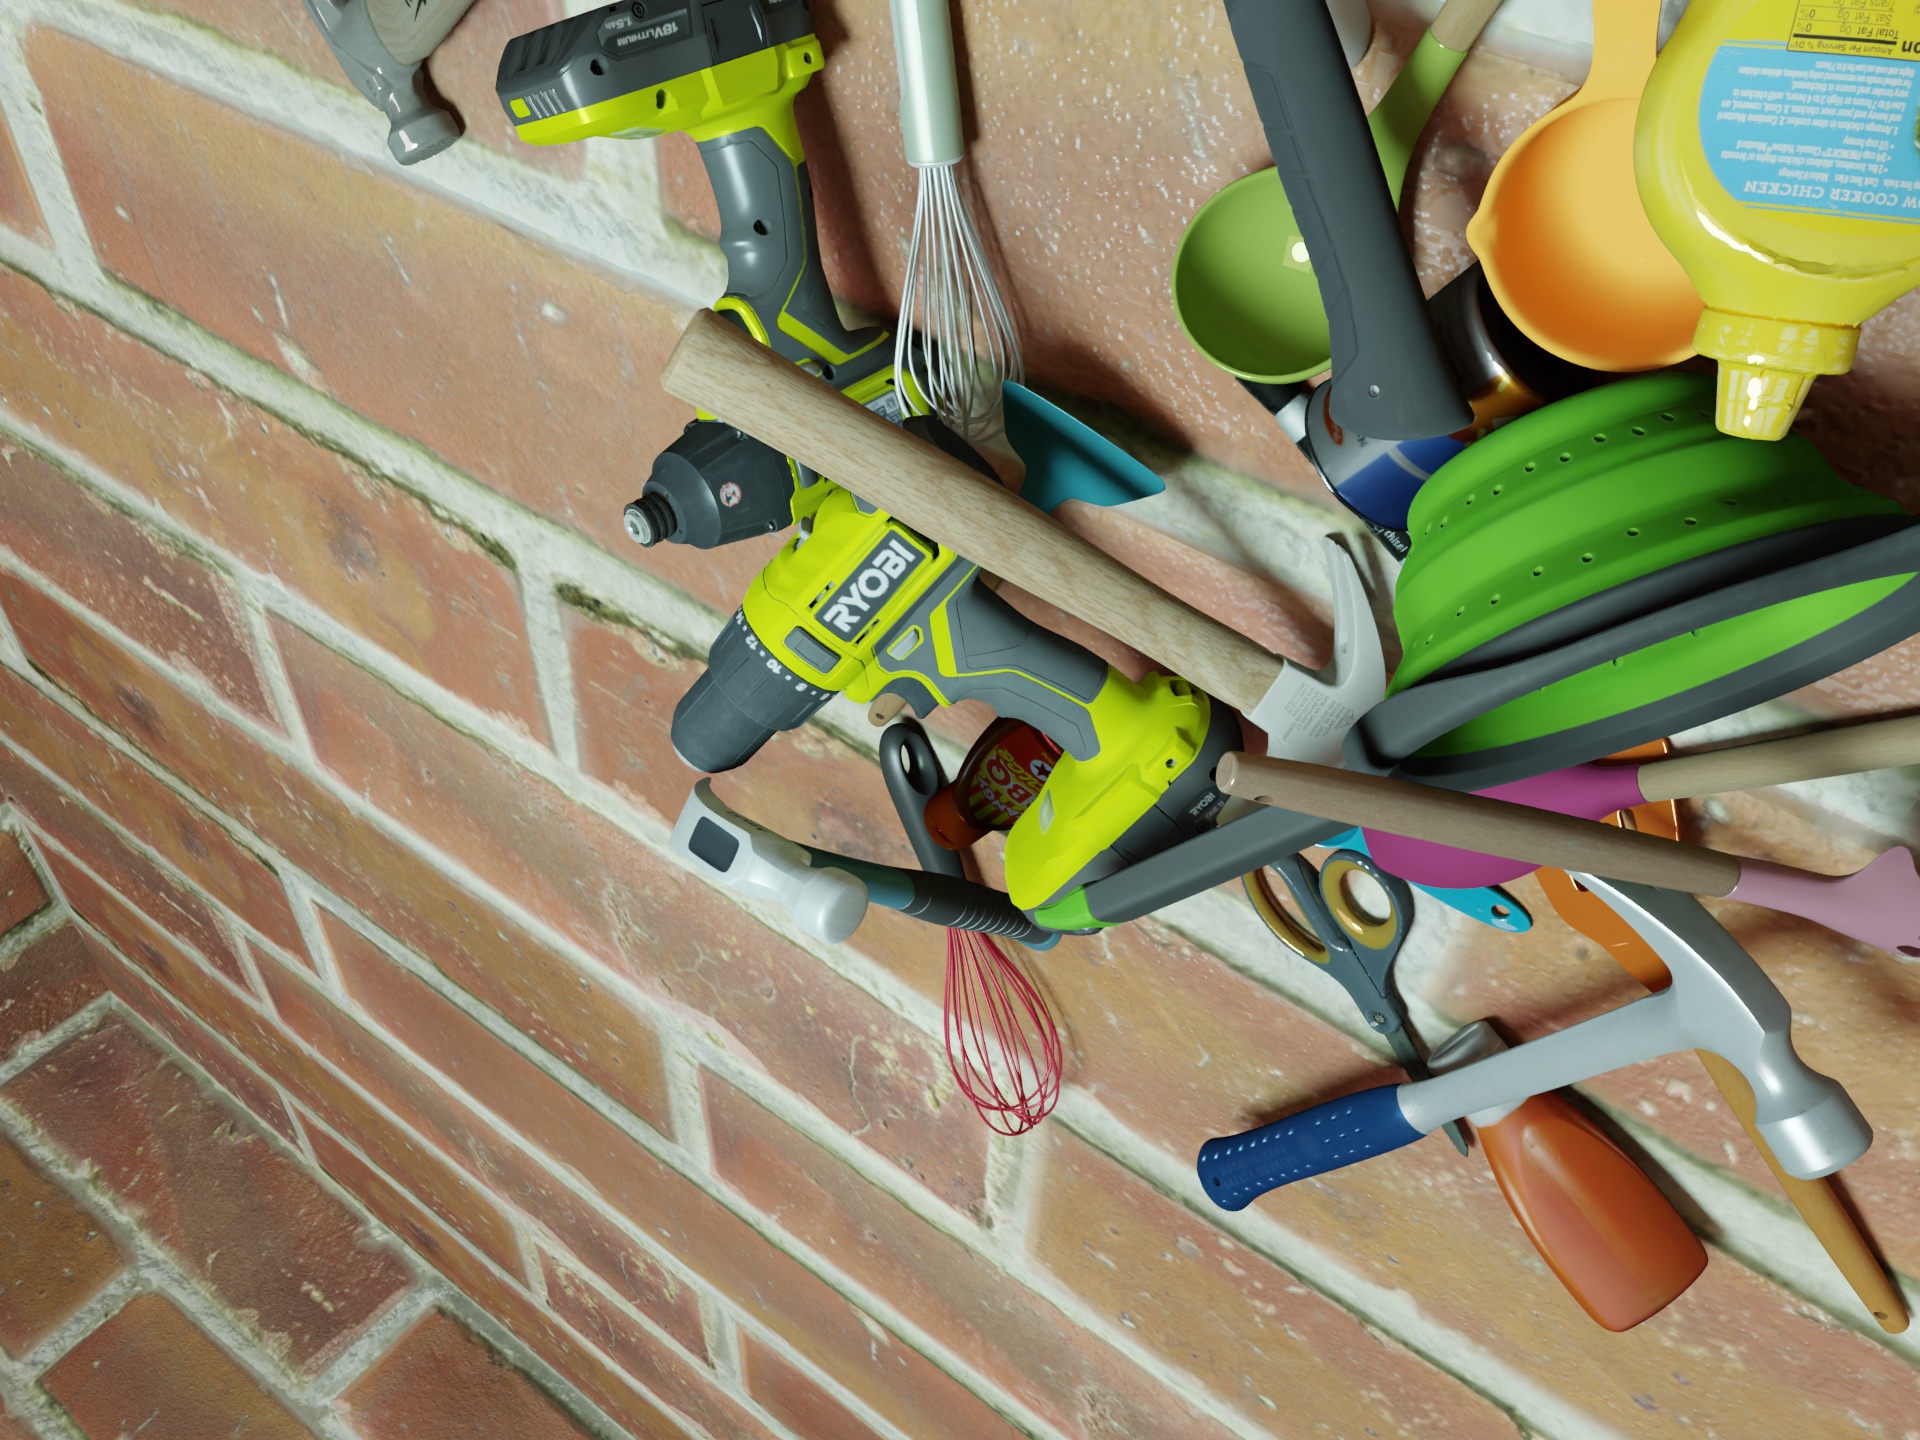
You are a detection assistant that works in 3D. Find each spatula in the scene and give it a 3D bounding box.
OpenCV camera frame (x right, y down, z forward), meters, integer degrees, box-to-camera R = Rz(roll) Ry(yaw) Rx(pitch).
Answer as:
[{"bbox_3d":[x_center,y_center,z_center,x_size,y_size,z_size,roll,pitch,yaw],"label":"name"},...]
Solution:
[{"bbox_3d":[0.334,0.144,0.686,0.081,0.041,0.322,-21,111,48],"label":"spatula"},{"bbox_3d":[0.004,-0.065,0.803,0.082,0.044,0.317,33,145,-5],"label":"spatula"}]

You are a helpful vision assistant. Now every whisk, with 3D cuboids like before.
[{"bbox_3d":[0.004,0.134,0.974,0.073,0.073,0.295,4,120,43],"label":"whisk"},{"bbox_3d":[-0.010,-0.229,0.670,0.059,0.058,0.246,-4,122,6],"label":"whisk"}]

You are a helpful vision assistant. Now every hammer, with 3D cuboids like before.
[{"bbox_3d":[0.219,0.176,0.752,0.144,0.035,0.405,59,150,11],"label":"hammer"},{"bbox_3d":[0.096,-0.247,0.497,0.146,0.035,0.334,-13,100,48],"label":"hammer"},{"bbox_3d":[-0.027,0.087,0.808,0.128,0.033,0.330,25,180,30],"label":"hammer"},{"bbox_3d":[-0.199,-0.393,0.714,0.411,0.038,0.146,-9,115,48],"label":"hammer"},{"bbox_3d":[0.034,-0.069,0.647,0.331,0.031,0.130,29,104,-16],"label":"hammer"}]

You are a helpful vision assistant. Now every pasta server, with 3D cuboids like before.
[{"bbox_3d":[0.228,0.040,0.525,0.316,0.040,0.060,12,146,-16],"label":"pasta server"}]

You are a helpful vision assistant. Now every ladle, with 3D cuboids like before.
[{"bbox_3d":[0.161,-0.231,0.490,0.078,0.062,0.320,44,141,10],"label":"ladle"}]

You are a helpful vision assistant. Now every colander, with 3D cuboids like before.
[{"bbox_3d":[0.163,-0.019,0.582,0.397,0.204,0.095,-30,69,41],"label":"colander"}]

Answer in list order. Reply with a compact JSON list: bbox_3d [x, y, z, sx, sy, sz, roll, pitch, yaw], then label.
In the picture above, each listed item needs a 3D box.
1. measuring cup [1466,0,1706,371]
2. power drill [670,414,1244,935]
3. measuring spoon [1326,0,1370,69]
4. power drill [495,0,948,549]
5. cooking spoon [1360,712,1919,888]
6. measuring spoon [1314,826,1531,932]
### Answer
[{"bbox_3d":[0.208,-0.195,0.479,0.095,0.052,0.173,15,131,36],"label":"measuring cup"},{"bbox_3d":[-0.001,-0.002,0.732,0.228,0.080,0.190,37,110,-20],"label":"power drill"},{"bbox_3d":[0.113,-0.275,0.526,0.034,0.018,0.124,13,131,37],"label":"measuring spoon"},{"bbox_3d":[-0.103,-0.194,0.689,0.080,0.171,0.223,11,126,46],"label":"power drill"},{"bbox_3d":[0.287,0.020,0.608,0.319,0.017,0.069,-16,90,46],"label":"cooking spoon"},{"bbox_3d":[0.209,0.059,0.743,0.128,0.021,0.042,30,135,8],"label":"measuring spoon"}]
